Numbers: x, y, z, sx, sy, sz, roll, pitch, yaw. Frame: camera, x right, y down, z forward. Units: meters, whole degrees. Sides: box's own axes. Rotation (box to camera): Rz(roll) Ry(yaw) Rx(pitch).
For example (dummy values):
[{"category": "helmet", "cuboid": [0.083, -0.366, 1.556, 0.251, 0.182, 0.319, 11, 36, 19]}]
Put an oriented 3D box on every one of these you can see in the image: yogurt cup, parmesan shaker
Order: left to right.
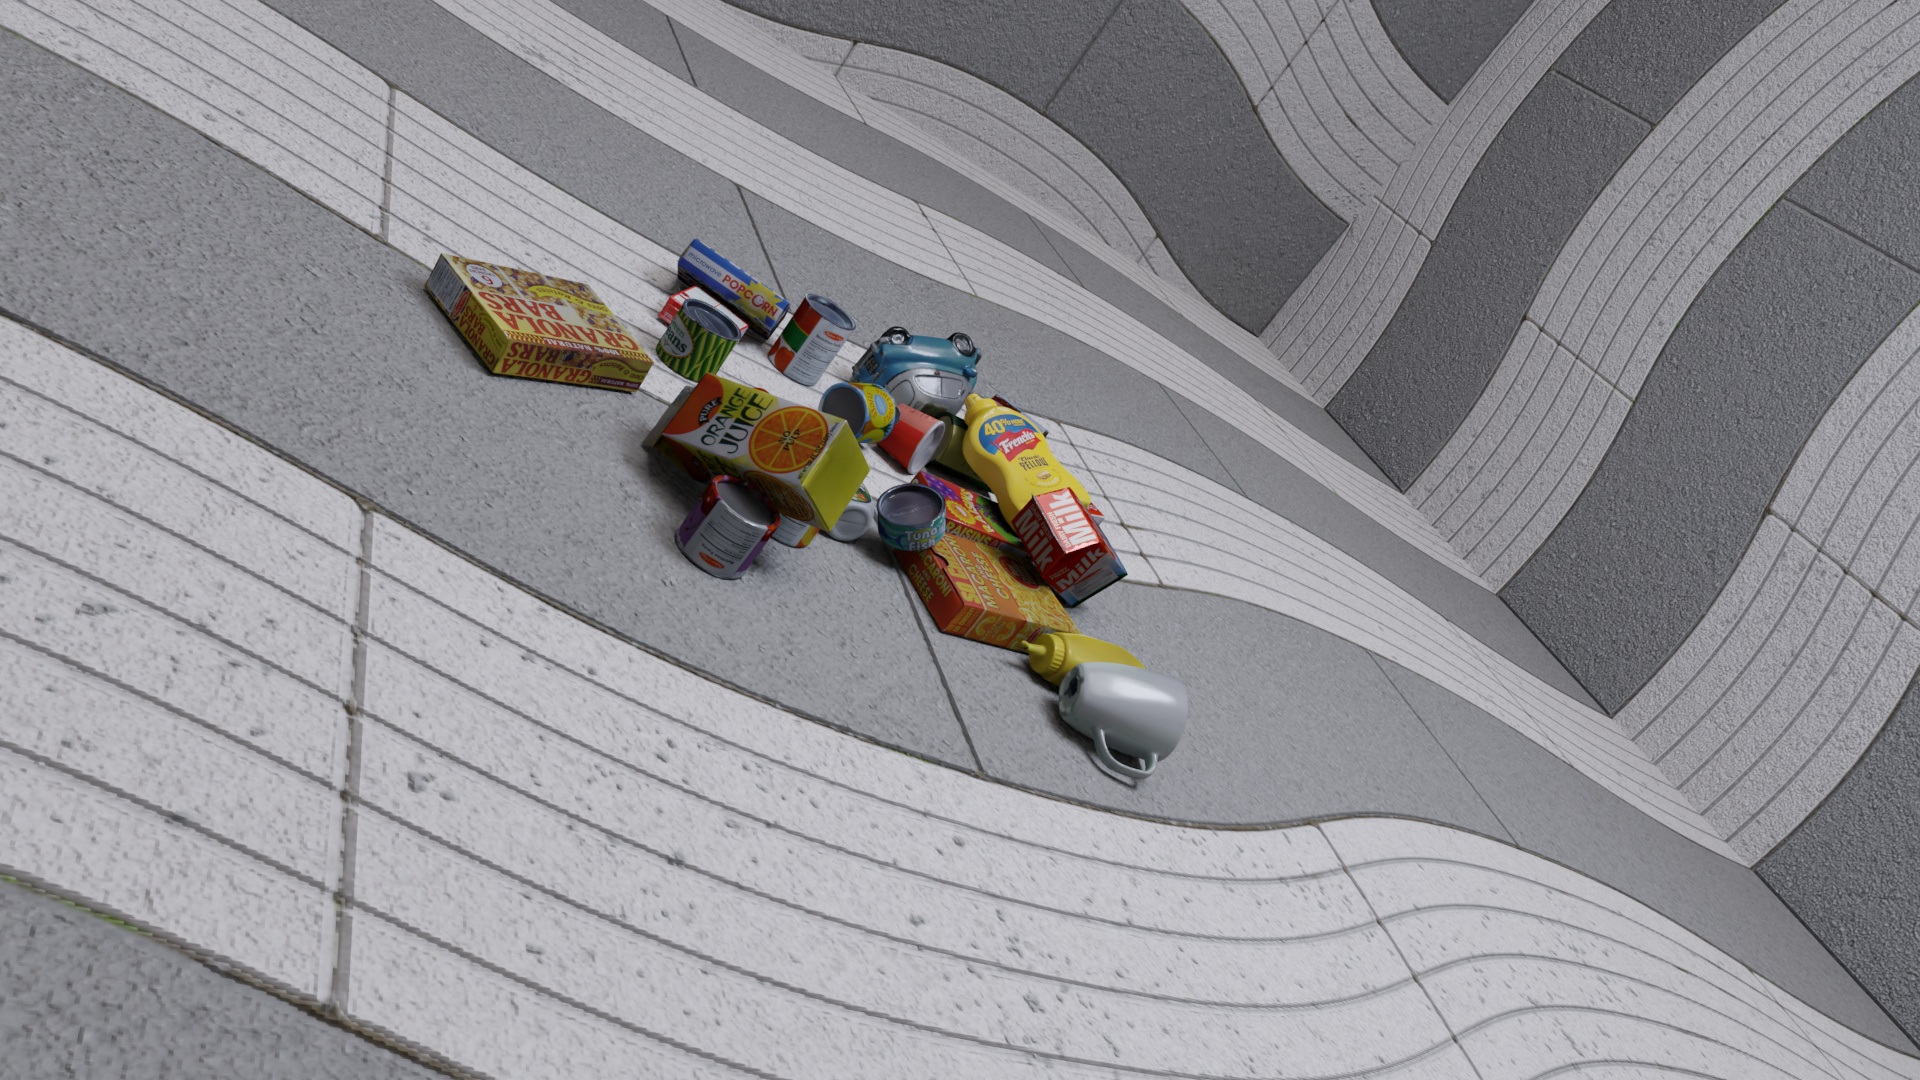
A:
[{"category": "yogurt cup", "cuboid": [-0.057, -0.116, 1.546, 0.054, 0.072, 0.072, 33, 20, 11]}, {"category": "parmesan shaker", "cuboid": [0.013, -0.105, 1.620, 0.103, 0.071, 0.071, 23, 25, -32]}]

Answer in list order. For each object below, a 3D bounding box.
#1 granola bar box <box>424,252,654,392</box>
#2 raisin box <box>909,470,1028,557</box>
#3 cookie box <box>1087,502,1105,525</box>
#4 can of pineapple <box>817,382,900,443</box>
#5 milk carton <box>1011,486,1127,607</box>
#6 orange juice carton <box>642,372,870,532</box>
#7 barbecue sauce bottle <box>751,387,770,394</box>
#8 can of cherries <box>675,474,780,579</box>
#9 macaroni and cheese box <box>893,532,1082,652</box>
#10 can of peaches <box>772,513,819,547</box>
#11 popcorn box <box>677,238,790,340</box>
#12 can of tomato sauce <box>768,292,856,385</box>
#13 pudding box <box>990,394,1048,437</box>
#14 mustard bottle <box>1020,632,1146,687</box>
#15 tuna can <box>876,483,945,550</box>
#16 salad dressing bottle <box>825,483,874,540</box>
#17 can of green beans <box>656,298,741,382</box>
[{"category": "granola bar box", "cuboid": [-0.372, -0.190, 1.234, 0.124, 0.039, 0.166, 47, 23, 24]}, {"category": "raisin box", "cuboid": [0.005, -0.019, 1.478, 0.123, 0.040, 0.086, 22, 27, -38]}, {"category": "cookie box", "cuboid": [0.086, -0.073, 1.715, 0.123, 0.040, 0.168, 8, 35, -53]}, {"category": "can of pineapple", "cuboid": [-0.110, -0.138, 1.497, 0.071, 0.070, 0.058, 45, 23, 19]}, {"category": "milk carton", "cuboid": [0.112, 0.004, 1.451, 0.072, 0.073, 0.190, 61, 8, 21]}, {"category": "orange juice carton", "cuboid": [-0.181, -0.082, 1.187, 0.193, 0.072, 0.072, 21, -25, 25]}, {"category": "barbecue sauce bottle", "cuboid": [-0.177, -0.100, 1.335, 0.149, 0.065, 0.043, -128, -161, -49]}, {"category": "can of cherries", "cuboid": [-0.189, -0.013, 1.133, 0.071, 0.058, 0.072, 32, 22, -15]}, {"category": "macaroni and cheese box", "cuboid": [0.028, 0.051, 1.370, 0.166, 0.040, 0.124, 18, 28, -42]}, {"category": "can of peaches", "cuboid": [-0.147, -0.037, 1.249, 0.071, 0.058, 0.071, 32, 21, -14]}, {"category": "popcorn box", "cuboid": [-0.255, -0.280, 1.554, 0.126, 0.038, 0.085, 34, -8, -9]}, {"category": "can of tomato sauce", "cuboid": [-0.169, -0.227, 1.568, 0.071, 0.082, 0.071, 32, 22, -14]}, {"category": "pudding box", "cuboid": [0.066, -0.145, 1.734, 0.084, 0.030, 0.050, 36, 22, 1]}, {"category": "mustard bottle", "cuboid": [0.115, 0.121, 1.352, 0.160, 0.048, 0.065, 22, 28, -34]}, {"category": "tuna can", "cuboid": [-0.046, -0.021, 1.327, 0.071, 0.032, 0.071, 0, 40, 0]}, {"category": "salad dressing bottle", "cuboid": [-0.128, -0.061, 1.346, 0.064, 0.043, 0.148, 11, 32, -32]}, {"category": "can of green beans", "cuboid": [-0.264, -0.201, 1.399, 0.071, 0.057, 0.071, 32, 22, -15]}]
